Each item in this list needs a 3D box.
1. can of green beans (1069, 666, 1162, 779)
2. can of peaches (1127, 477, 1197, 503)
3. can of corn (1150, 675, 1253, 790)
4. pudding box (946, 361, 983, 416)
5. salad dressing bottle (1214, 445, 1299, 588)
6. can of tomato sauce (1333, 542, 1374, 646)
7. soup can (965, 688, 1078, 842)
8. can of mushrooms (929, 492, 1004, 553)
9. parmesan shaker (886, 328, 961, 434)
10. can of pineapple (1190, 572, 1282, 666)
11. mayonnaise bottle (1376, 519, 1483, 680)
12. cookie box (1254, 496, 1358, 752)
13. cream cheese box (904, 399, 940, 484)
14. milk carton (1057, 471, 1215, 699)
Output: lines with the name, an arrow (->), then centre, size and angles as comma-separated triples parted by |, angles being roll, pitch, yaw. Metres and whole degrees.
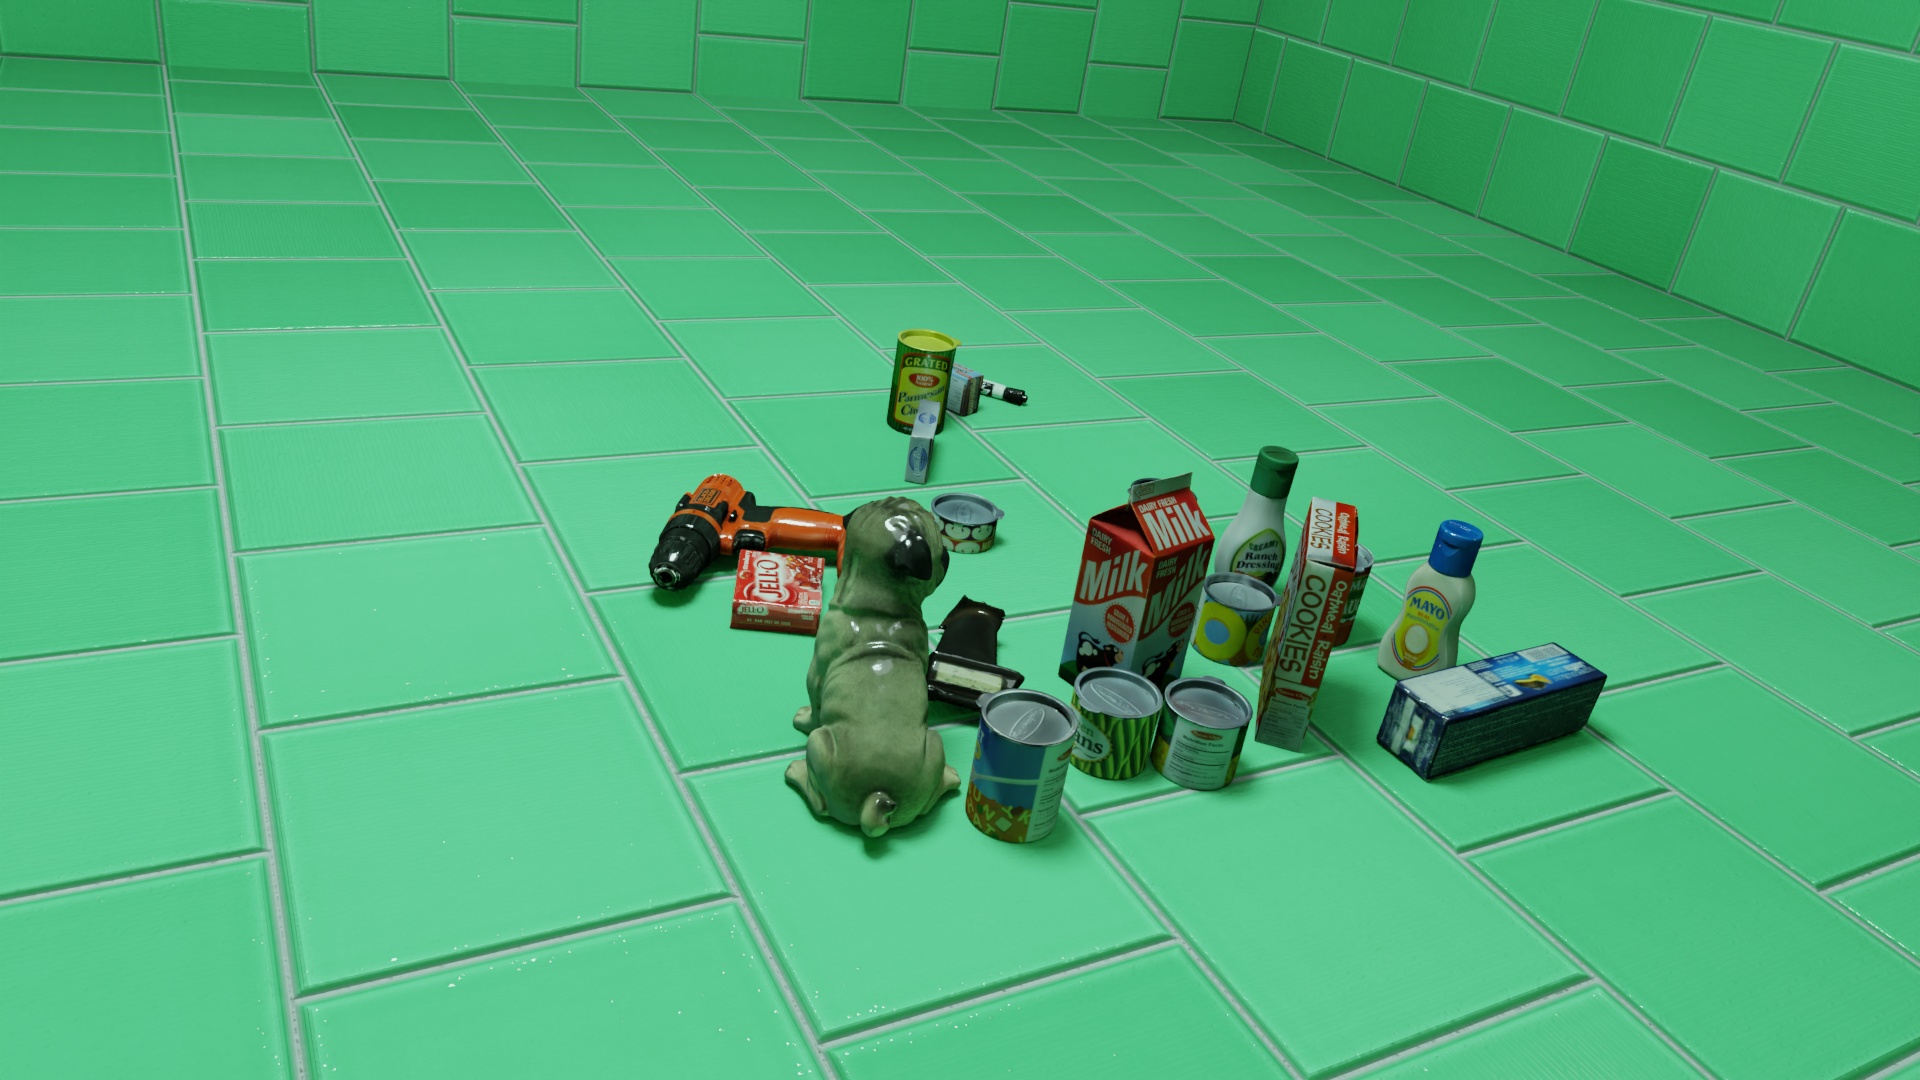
can of green beans -> 0.113, 0.136, 1.038 | 0.071, 0.057, 0.071 | 8, 27, -4
can of peaches -> 0.192, -0.022, 1.369 | 0.071, 0.057, 0.071 | 8, 27, -4
can of corn -> 0.181, 0.144, 1.045 | 0.071, 0.058, 0.071 | 8, 27, -4
pudding box -> -0.016, -0.184, 1.623 | 0.084, 0.049, 0.030 | 28, 32, 32
salad dressing bottle -> 0.276, -0.014, 1.283 | 0.064, 0.147, 0.044 | 2, 28, -15
can of tomato sauce -> 0.331, 0.046, 1.256 | 0.071, 0.082, 0.071 | 8, 27, -4
soup can -> 0.038, 0.153, 0.953 | 0.071, 0.083, 0.072 | 8, 27, -4
can of mushrooms -> 0.005, -0.017, 1.325 | 0.071, 0.033, 0.071 | 8, 27, -4
parmesan shaker -> -0.041, -0.174, 1.539 | 0.071, 0.102, 0.071 | 8, 27, -4
can of pineapple -> 0.239, 0.069, 1.209 | 0.071, 0.057, 0.071 | 8, 27, -4
mayonnaise bottle -> 0.408, 0.055, 1.192 | 0.065, 0.147, 0.041 | 29, 33, 34
cookie box -> 0.277, 0.065, 1.109 | 0.040, 0.166, 0.123 | 14, 27, 9
cream cheese box -> -0.040, -0.104, 1.459 | 0.024, 0.053, 0.104 | 9, 27, -1
milk carton -> 0.141, 0.036, 1.095 | 0.072, 0.189, 0.073 | -15, 35, -39
